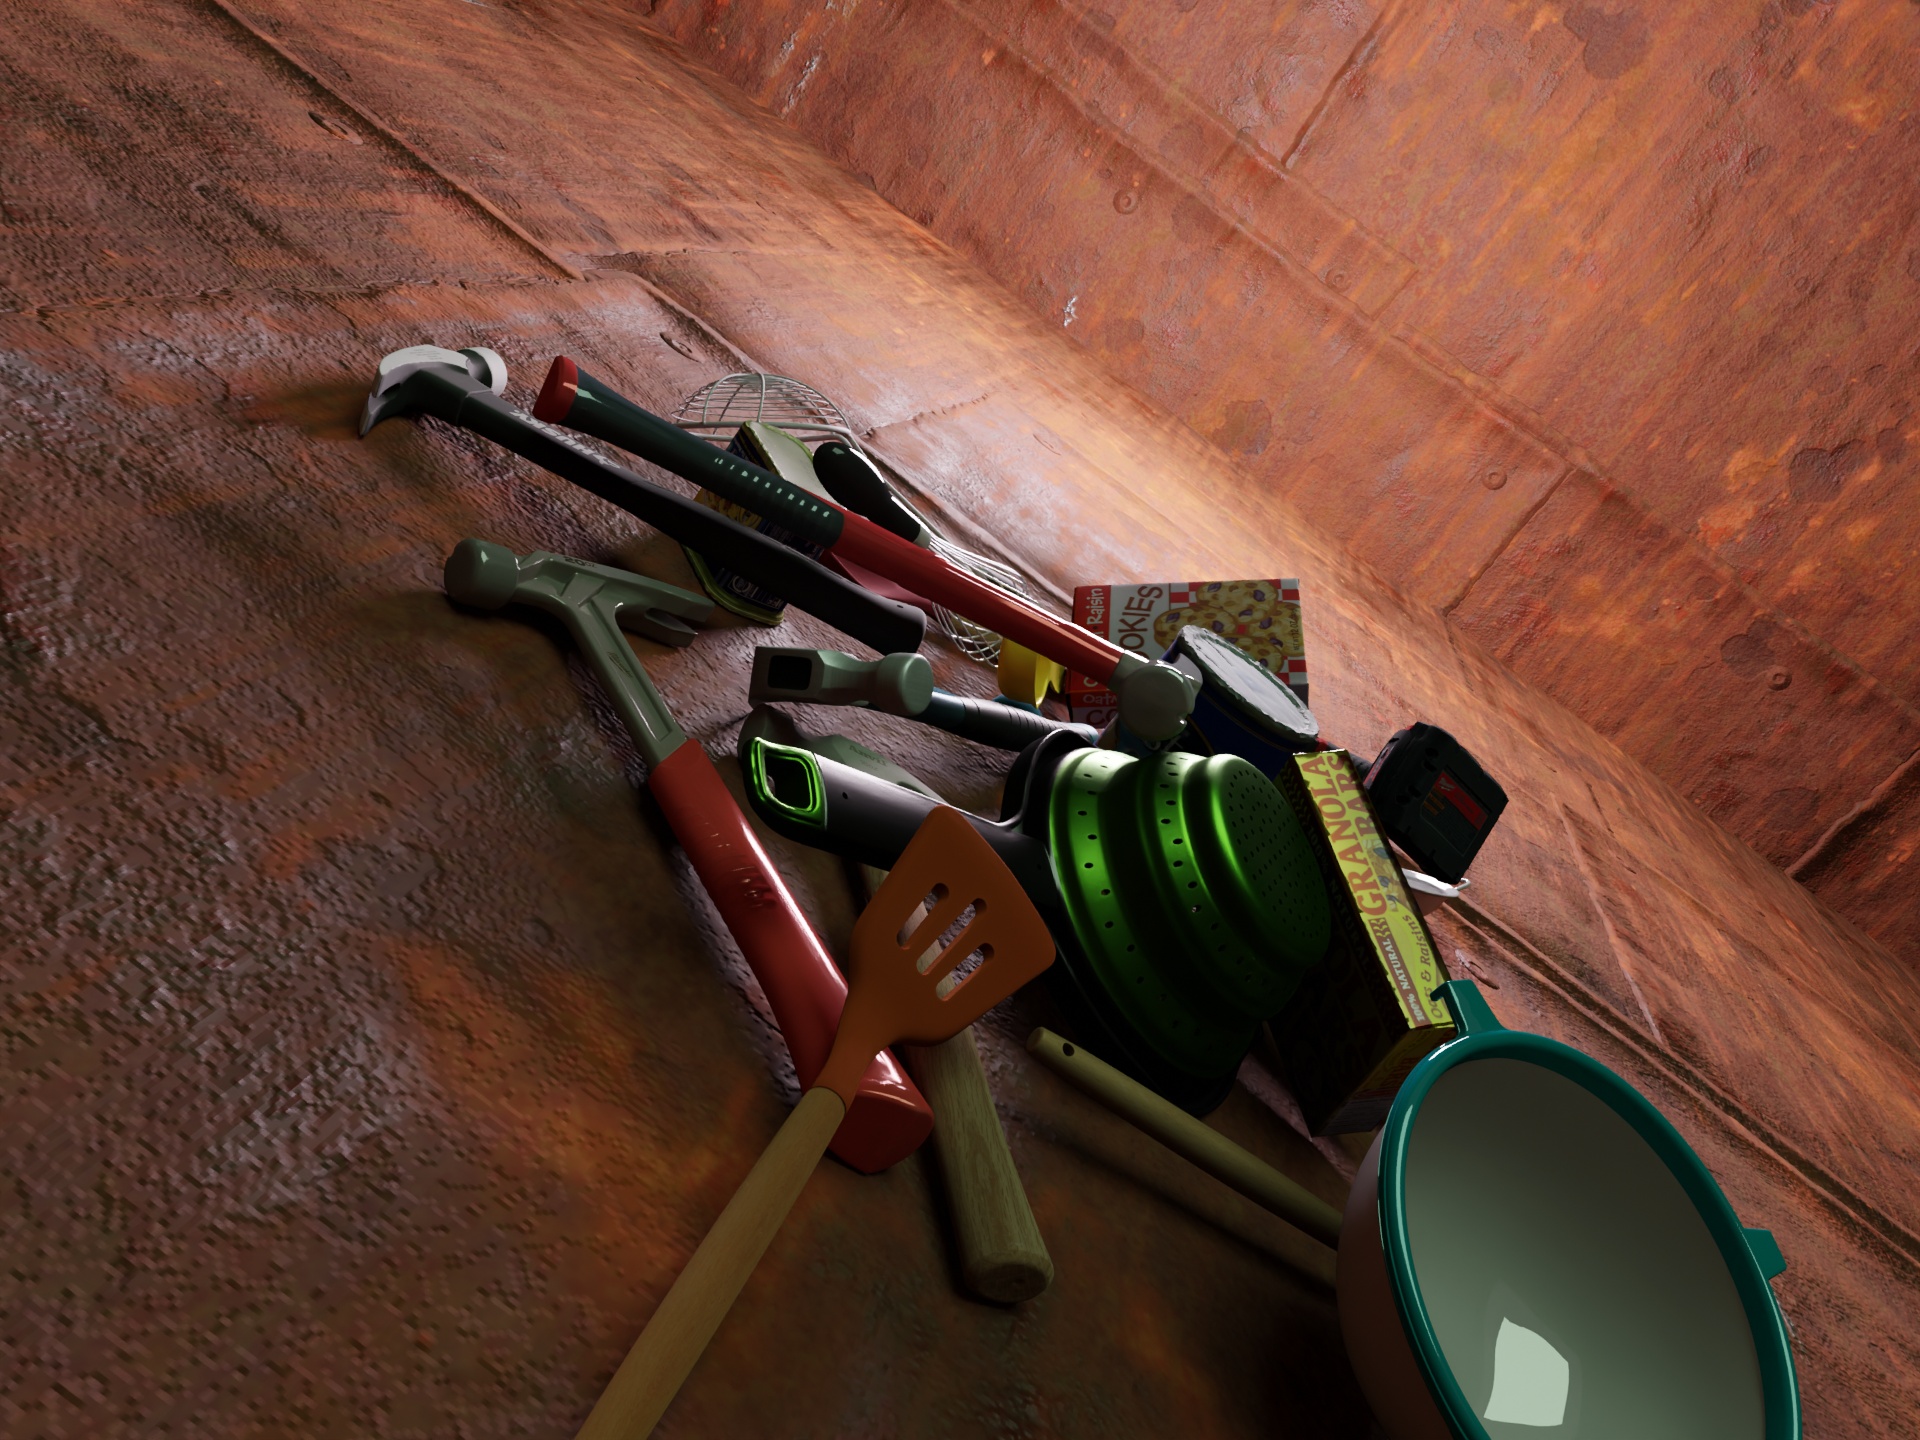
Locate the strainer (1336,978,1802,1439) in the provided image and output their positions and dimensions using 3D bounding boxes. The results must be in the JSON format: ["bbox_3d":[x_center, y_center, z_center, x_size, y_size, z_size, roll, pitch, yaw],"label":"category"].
[{"bbox_3d":[0.198,0.277,0.595,0.211,0.095,0.340,40,46,-4],"label":"strainer"}]

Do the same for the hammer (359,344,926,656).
[{"bbox_3d":[-0.169,-0.117,0.874,0.335,0.035,0.146,28,20,4],"label":"hammer"}]

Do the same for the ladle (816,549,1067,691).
[{"bbox_3d":[0.010,-0.065,1.137,0.315,0.031,0.069,26,26,-31],"label":"ladle"}]

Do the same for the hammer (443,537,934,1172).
[{"bbox_3d":[-0.105,0.043,0.699,0.149,0.036,0.359,14,30,-47],"label":"hammer"}]

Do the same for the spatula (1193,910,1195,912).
[{"bbox_3d":[0.233,0.190,0.955,0.316,0.018,0.060,36,20,-6],"label":"spatula"}]

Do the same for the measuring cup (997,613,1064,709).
[{"bbox_3d":[0.049,-0.035,1.063,0.029,0.062,0.156,9,-3,10],"label":"measuring cup"}]

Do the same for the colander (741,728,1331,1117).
[{"bbox_3d":[0.067,0.060,0.725,0.396,0.094,0.205,25,45,-48],"label":"colander"}]

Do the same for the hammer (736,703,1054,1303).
[{"bbox_3d":[-0.018,0.111,0.702,0.130,0.031,0.332,25,24,-29],"label":"hammer"}]

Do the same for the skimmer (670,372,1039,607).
[{"bbox_3d":[-0.048,-0.122,1.148,0.363,0.090,0.127,41,-11,-21],"label":"skimmer"}]

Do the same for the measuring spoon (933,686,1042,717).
[{"bbox_3d":[0.011,-0.015,1.031,0.128,0.021,0.042,18,27,-45],"label":"measuring spoon"}]

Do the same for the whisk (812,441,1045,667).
[{"bbox_3d":[-0.017,-0.101,0.992,0.070,0.070,0.284,49,6,31],"label":"whisk"}]

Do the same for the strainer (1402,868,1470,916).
[{"bbox_3d":[0.274,0.107,1.176,0.258,0.050,0.087,20,4,-25],"label":"strainer"}]

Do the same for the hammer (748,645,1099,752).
[{"bbox_3d":[-0.001,-0.003,0.910,0.128,0.033,0.330,6,-4,30],"label":"hammer"}]

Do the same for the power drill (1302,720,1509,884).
[{"bbox_3d":[0.268,0.023,1.180,0.187,0.080,0.227,37,-7,-37],"label":"power drill"}]

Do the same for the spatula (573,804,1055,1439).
[{"bbox_3d":[-0.047,0.135,0.512,0.081,0.041,0.323,54,30,-9],"label":"spatula"}]

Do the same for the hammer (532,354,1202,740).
[{"bbox_3d":[-0.050,-0.096,0.856,0.386,0.038,0.143,27,11,5],"label":"hammer"}]

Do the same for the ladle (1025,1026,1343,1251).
[{"bbox_3d":[0.164,0.215,0.703,0.320,0.062,0.078,35,42,-15],"label":"ladle"}]
